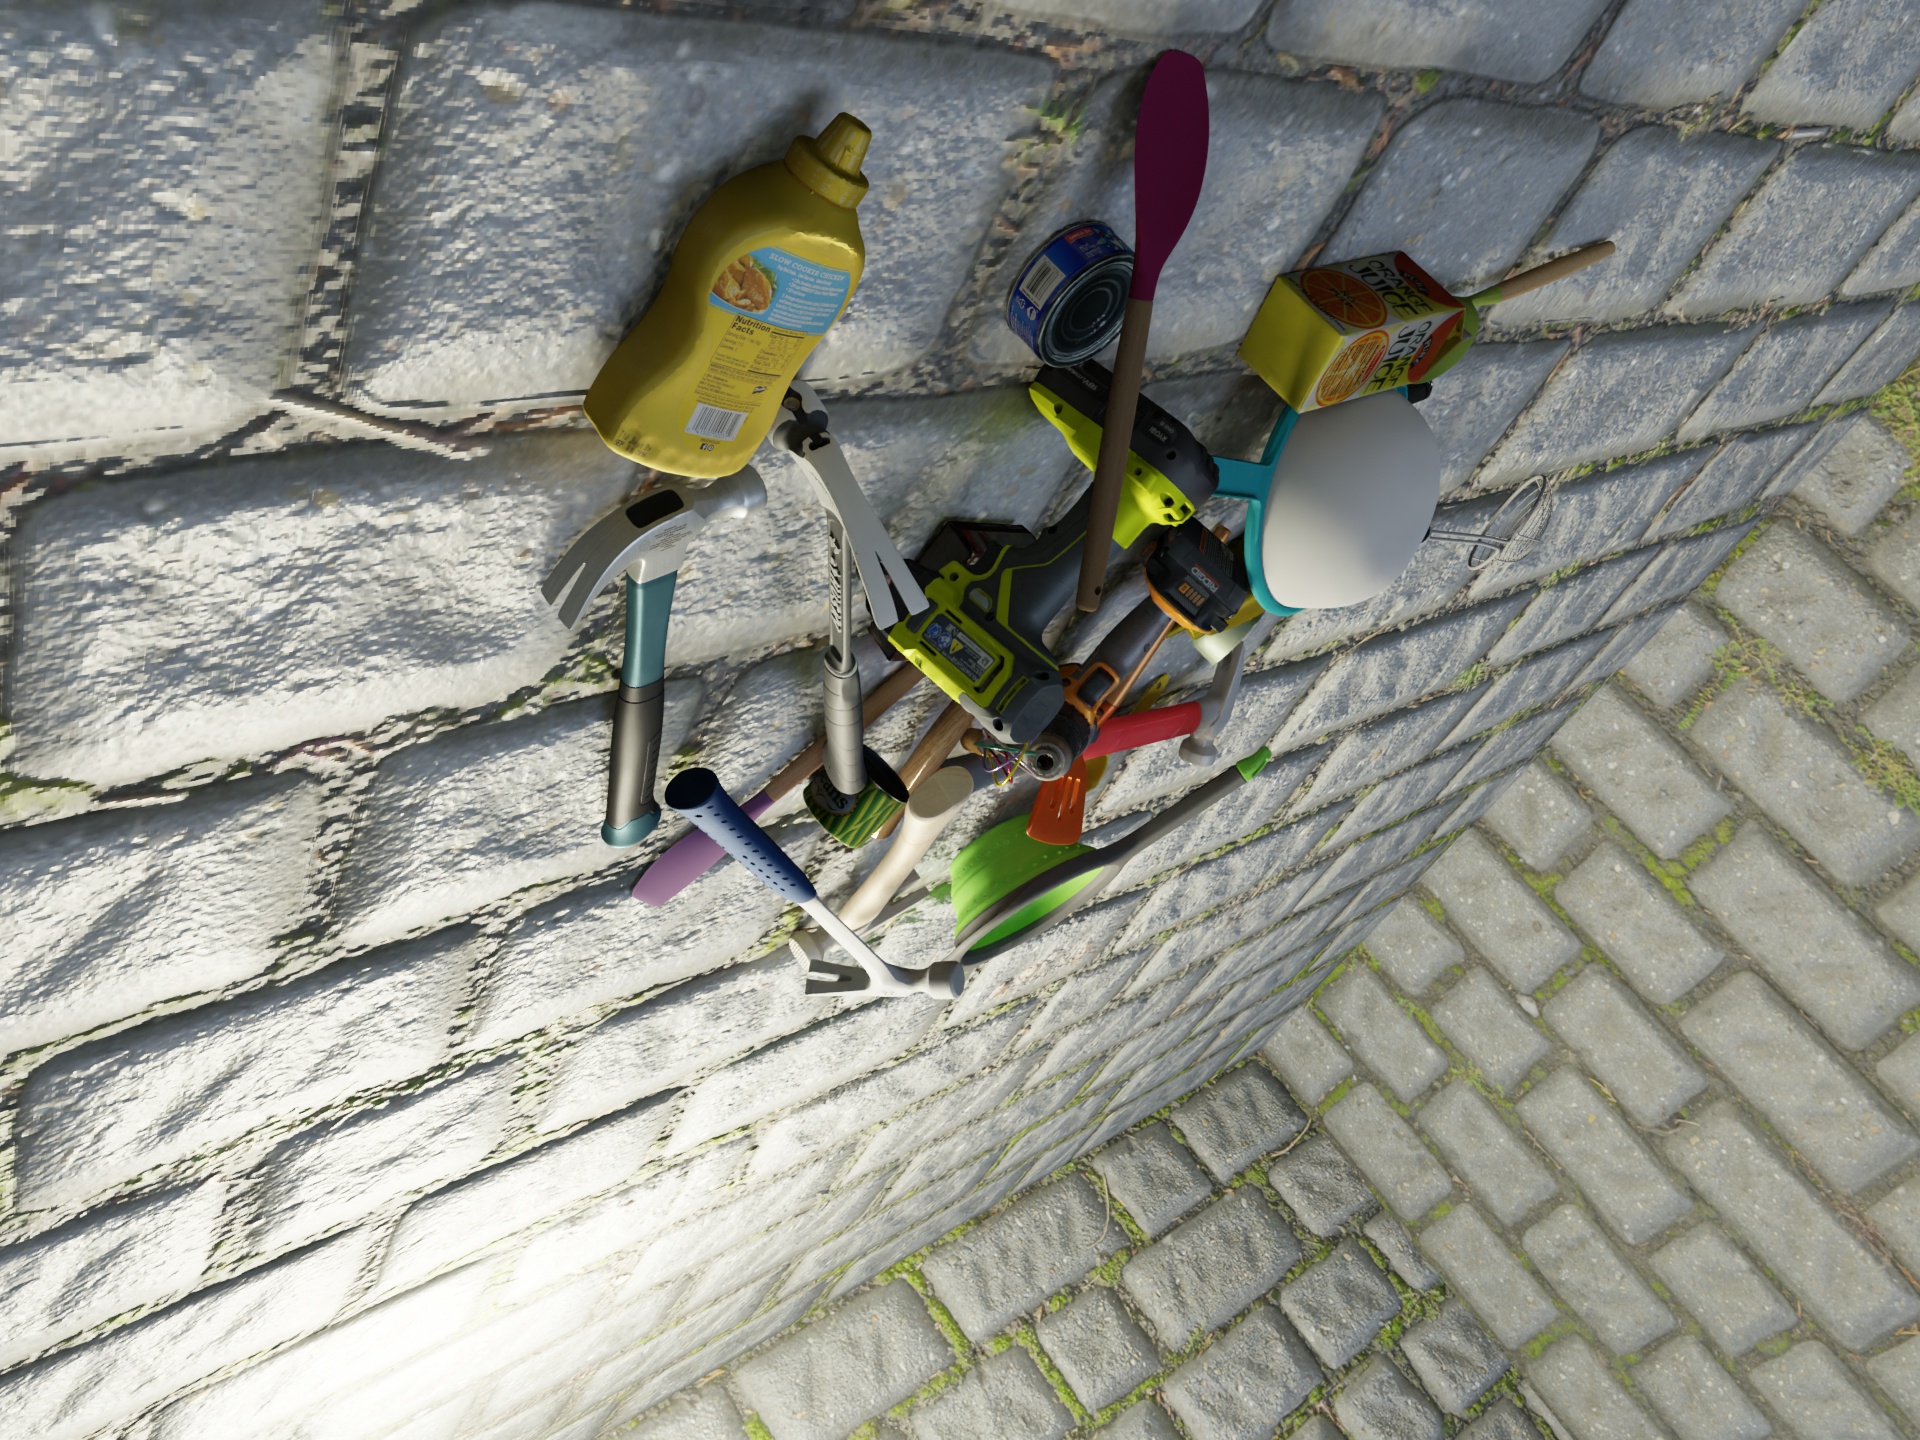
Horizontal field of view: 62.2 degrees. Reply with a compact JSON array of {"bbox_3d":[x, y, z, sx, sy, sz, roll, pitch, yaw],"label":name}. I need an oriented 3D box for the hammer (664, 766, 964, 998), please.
[{"bbox_3d":[-0.130,0.146,1.286,0.144,0.035,0.405,-5,149,20],"label":"hammer"}]

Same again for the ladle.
[{"bbox_3d":[0.472,-0.355,1.349,0.320,0.062,0.078,-27,-168,-34],"label":"ladle"}]

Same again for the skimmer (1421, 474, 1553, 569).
[{"bbox_3d":[0.510,-0.215,1.690,0.363,0.090,0.127,-2,141,-39],"label":"skimmer"}]

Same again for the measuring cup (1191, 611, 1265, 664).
[{"bbox_3d":[0.277,-0.125,1.510,0.167,0.038,0.083,-50,-178,-19],"label":"measuring cup"}]

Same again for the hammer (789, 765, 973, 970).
[{"bbox_3d":[-0.048,0.119,1.358,0.146,0.038,0.410,-29,168,-24],"label":"hammer"}]

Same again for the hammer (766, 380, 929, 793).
[{"bbox_3d":[-0.074,-0.043,1.035,0.036,0.149,0.408,-25,159,-14],"label":"hammer"}]

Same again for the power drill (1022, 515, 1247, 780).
[{"bbox_3d":[0.131,-0.051,1.299,0.226,0.084,0.185,-47,-175,20],"label":"power drill"}]

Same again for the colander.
[{"bbox_3d":[0.123,0.112,1.589,0.397,0.095,0.204,-34,163,9],"label":"colander"}]

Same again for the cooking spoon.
[{"bbox_3d":[0.100,-0.219,0.926,0.068,0.017,0.318,-8,113,-47],"label":"cooking spoon"}]

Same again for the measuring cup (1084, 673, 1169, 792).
[{"bbox_3d":[0.149,0.008,1.577,0.156,0.029,0.062,-49,143,-9],"label":"measuring cup"}]

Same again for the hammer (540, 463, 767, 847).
[{"bbox_3d":[-0.199,-0.021,1.000,0.128,0.033,0.330,-25,153,-30],"label":"hammer"}]

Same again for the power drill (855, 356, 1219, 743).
[{"bbox_3d":[0.044,-0.119,1.033,0.223,0.171,0.080,-50,154,5],"label":"power drill"}]

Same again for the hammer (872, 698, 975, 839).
[{"bbox_3d":[-0.002,-0.004,1.275,0.331,0.031,0.130,-54,-176,46],"label":"hammer"}]

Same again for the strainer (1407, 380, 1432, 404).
[{"bbox_3d":[0.333,-0.258,1.341,0.258,0.050,0.086,-25,114,-41],"label":"strainer"}]

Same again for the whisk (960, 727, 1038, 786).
[{"bbox_3d":[0.024,0.023,1.272,0.051,0.047,0.245,-3,-178,-8],"label":"whisk"}]

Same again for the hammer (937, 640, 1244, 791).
[{"bbox_3d":[0.121,0.007,1.492,0.386,0.038,0.143,-12,125,-39],"label":"hammer"}]

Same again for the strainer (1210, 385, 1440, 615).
[{"bbox_3d":[0.279,-0.169,1.200,0.340,0.095,0.211,-6,114,-54],"label":"strainer"}]

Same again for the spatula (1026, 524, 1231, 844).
[{"bbox_3d":[0.154,-0.031,1.422,0.081,0.041,0.322,15,112,-49],"label":"spatula"}]

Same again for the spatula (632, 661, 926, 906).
[{"bbox_3d":[-0.129,0.040,1.232,0.316,0.018,0.059,-40,150,3],"label":"spatula"}]
